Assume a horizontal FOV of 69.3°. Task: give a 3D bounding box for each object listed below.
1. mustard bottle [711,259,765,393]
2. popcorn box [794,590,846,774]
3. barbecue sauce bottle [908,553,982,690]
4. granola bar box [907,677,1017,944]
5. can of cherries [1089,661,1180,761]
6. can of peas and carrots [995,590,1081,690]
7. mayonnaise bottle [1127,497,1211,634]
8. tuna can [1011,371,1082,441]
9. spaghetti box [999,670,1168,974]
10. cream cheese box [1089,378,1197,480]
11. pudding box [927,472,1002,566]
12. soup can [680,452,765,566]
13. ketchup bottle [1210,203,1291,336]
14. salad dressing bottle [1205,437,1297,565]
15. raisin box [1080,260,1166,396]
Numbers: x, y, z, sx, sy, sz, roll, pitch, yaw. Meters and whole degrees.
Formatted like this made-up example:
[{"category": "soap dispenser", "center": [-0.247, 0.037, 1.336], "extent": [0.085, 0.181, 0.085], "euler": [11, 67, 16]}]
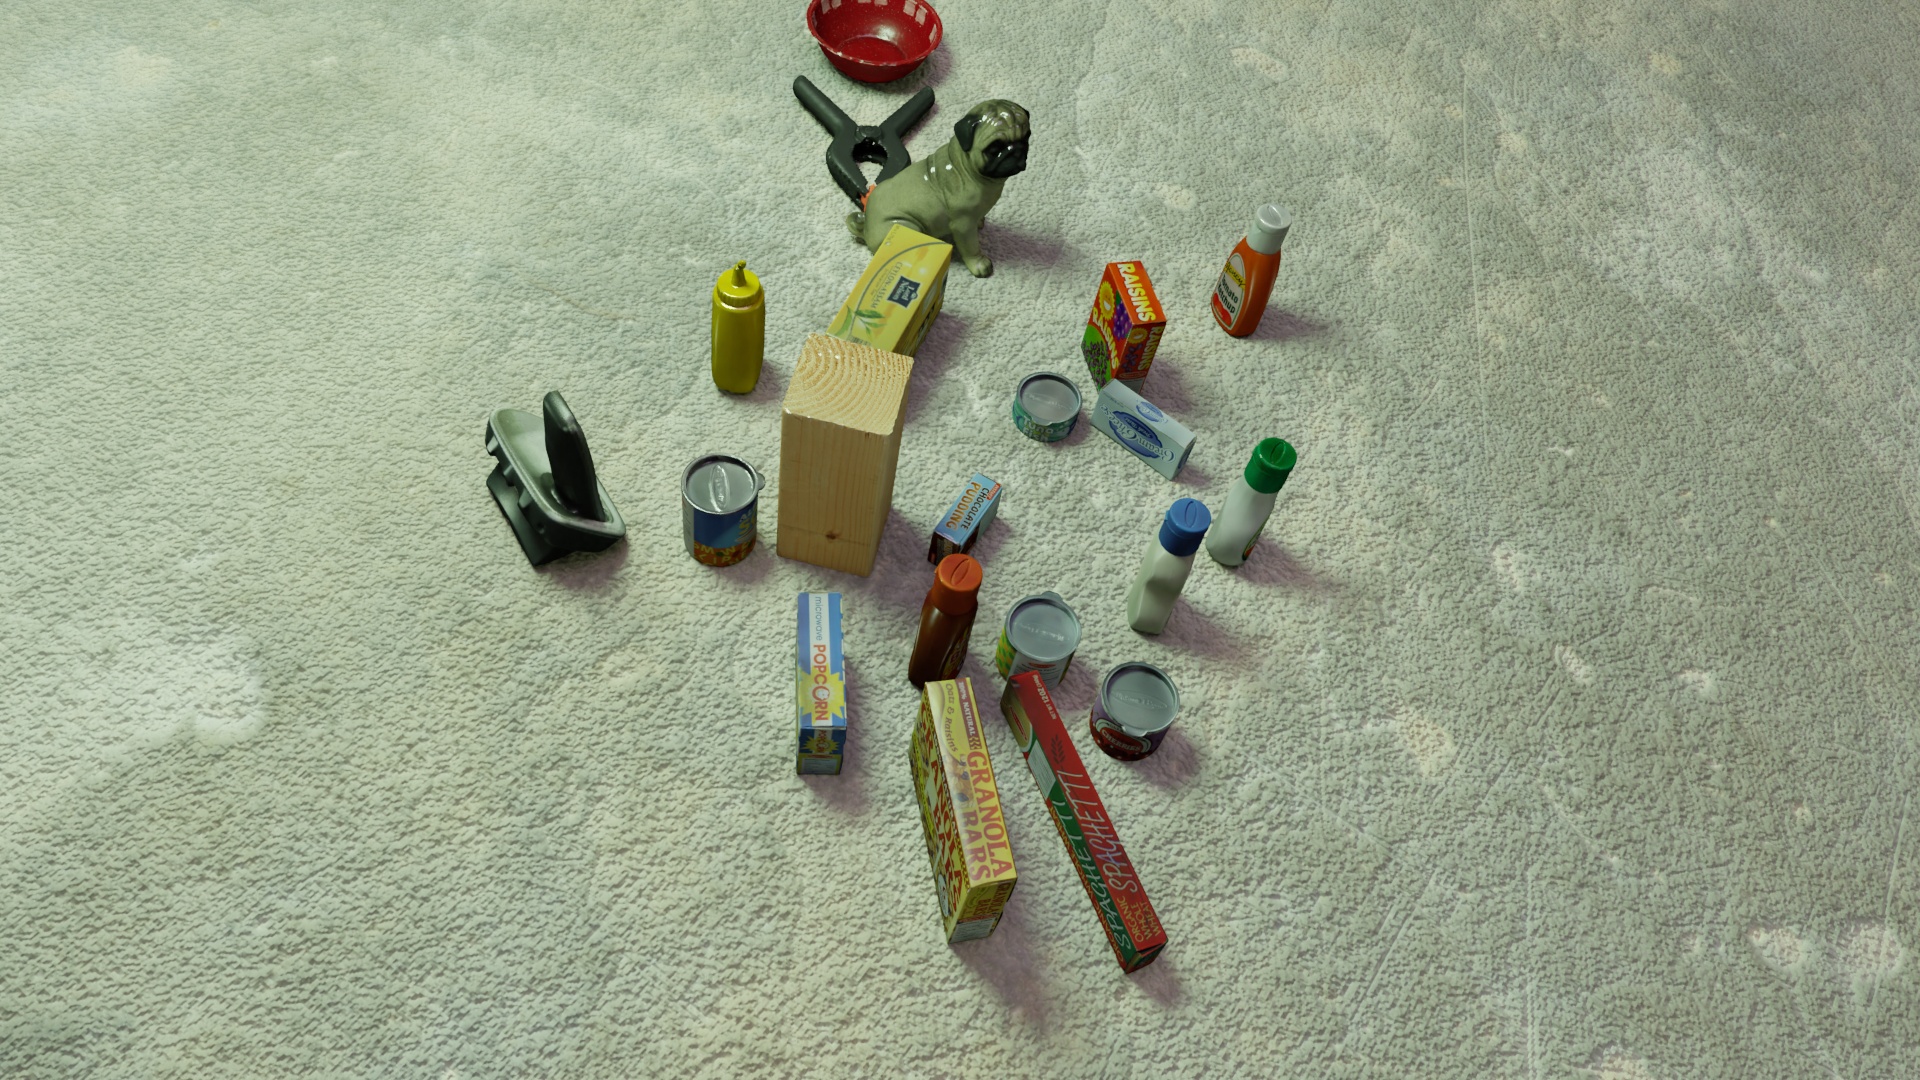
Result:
[{"category": "mustard bottle", "center": [-0.208, -0.207, 1.297], "extent": [0.049, 0.159, 0.065], "euler": [8, 55, -4]}, {"category": "popcorn box", "center": [-0.115, 0.116, 1.132], "extent": [0.038, 0.084, 0.127], "euler": [1, 55, -9]}, {"category": "barbecue sauce bottle", "center": [-0.011, 0.066, 1.146], "extent": [0.044, 0.147, 0.065], "euler": [27, 55, 9]}, {"category": "granola bar box", "center": [-0.001, 0.207, 1.064], "extent": [0.039, 0.123, 0.166], "euler": [-5, 56, -13]}, {"category": "can of cherries", "center": [0.145, 0.147, 1.171], "extent": [0.071, 0.058, 0.072], "euler": [5, 55, -7]}, {"category": "can of peas and carrots", "center": [0.067, 0.087, 1.199], "extent": [0.071, 0.058, 0.071], "euler": [5, 55, -7]}, {"category": "mayonnaise bottle", "center": [0.181, 0.020, 1.212], "extent": [0.041, 0.147, 0.065], "euler": [15, 54, 1]}, {"category": "tuna can", "center": [0.084, -0.130, 1.371], "extent": [0.071, 0.032, 0.071], "euler": [5, 55, -7]}, {"category": "spaghetti box", "center": [0.095, 0.222, 1.115], "extent": [0.029, 0.050, 0.251], "euler": [-15, 59, -19]}, {"category": "cream cheese box", "center": [0.178, -0.109, 1.360], "extent": [0.104, 0.053, 0.024], "euler": [37, 58, 16]}, {"category": "pudding box", "center": [0.005, -0.016, 1.267], "extent": [0.030, 0.049, 0.084], "euler": [29, 56, 11]}, {"category": "soup can", "center": [-0.208, -0.026, 1.217], "extent": [0.071, 0.083, 0.072], "euler": [5, 55, -7]}, {"category": "ketchup bottle", "center": [0.304, -0.283, 1.446], "extent": [0.043, 0.148, 0.065], "euler": [-12, 58, -17]}, {"category": "salad dressing bottle", "center": [0.265, -0.035, 1.265], "extent": [0.044, 0.146, 0.064], "euler": [28, 56, 10]}, {"category": "raisin box", "center": [0.161, -0.205, 1.382], "extent": [0.040, 0.122, 0.086], "euler": [-7, 57, -14]}]
